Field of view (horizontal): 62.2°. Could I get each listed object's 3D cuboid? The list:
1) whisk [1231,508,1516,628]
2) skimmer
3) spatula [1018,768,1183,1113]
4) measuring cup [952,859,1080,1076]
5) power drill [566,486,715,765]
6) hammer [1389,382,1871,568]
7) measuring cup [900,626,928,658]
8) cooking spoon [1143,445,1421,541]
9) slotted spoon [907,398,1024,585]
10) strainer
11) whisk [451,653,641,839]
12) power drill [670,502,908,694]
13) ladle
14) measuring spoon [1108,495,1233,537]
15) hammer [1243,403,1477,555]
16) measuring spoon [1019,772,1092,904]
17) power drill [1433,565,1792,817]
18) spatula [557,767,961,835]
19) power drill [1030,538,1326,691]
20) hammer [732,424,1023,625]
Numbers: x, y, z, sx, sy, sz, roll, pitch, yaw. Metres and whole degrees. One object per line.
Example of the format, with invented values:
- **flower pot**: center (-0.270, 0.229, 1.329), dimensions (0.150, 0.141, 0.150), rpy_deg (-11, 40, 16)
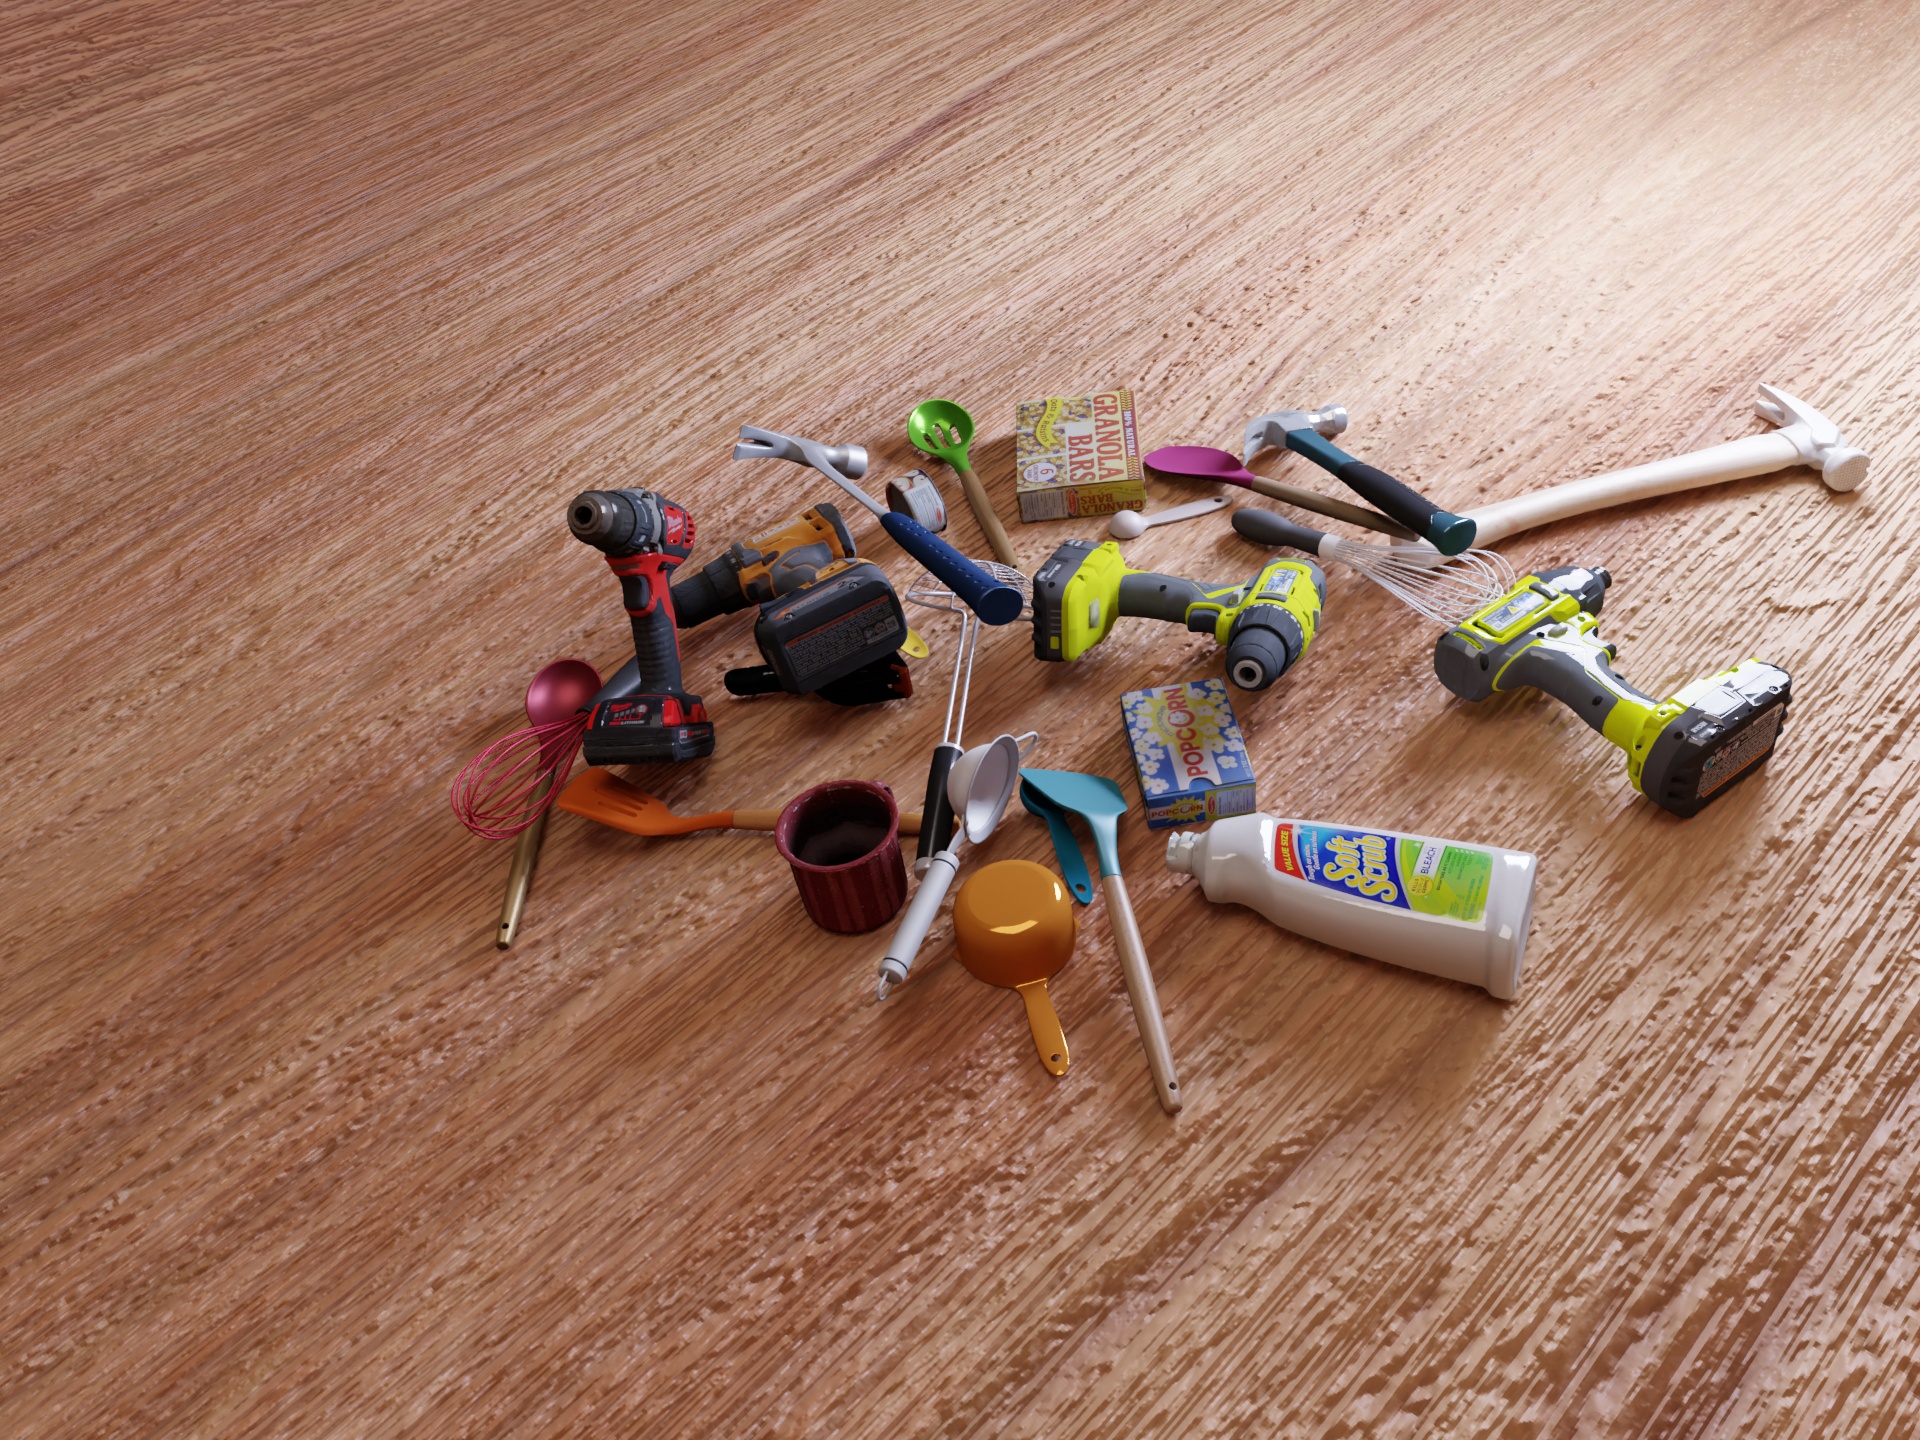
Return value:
- **whisk**: center (0.353, -0.144, 1.390), dimensions (0.070, 0.070, 0.285), rpy_deg (-38, 43, -27)
- **skimmer**: center (-0.002, -0.004, 1.315), dimensions (0.127, 0.090, 0.364), rpy_deg (8, 51, 1)
- **spatula**: center (0.112, 0.142, 1.140), dimensions (0.082, 0.044, 0.318), rpy_deg (7, 45, -19)
- **measuring cup**: center (0.046, 0.167, 1.111), dimensions (0.095, 0.052, 0.174), rpy_deg (-14, 40, -4)
- **power drill**: center (-0.265, -0.078, 1.293), dimensions (0.080, 0.227, 0.188), rpy_deg (-3, 1, 9)
- **hammer**: center (0.582, -0.212, 1.429), dimensions (0.410, 0.038, 0.146), rpy_deg (-14, 40, -3)
- **measuring cup**: center (-0.075, -0.087, 1.443), dimensions (0.062, 0.029, 0.157), rpy_deg (-31, 48, -21)
- **cooking spoon**: center (0.295, -0.214, 1.485), dimensions (0.069, 0.017, 0.319), rpy_deg (-28, 36, -30)
- **slotted spoon**: center (0.011, -0.228, 1.580), dimensions (0.070, 0.031, 0.314), rpy_deg (-17, 44, -6)
- **strainer**: center (-0.010, 0.096, 1.154), dimensions (0.050, 0.086, 0.259), rpy_deg (12, 50, 19)
- **whisk**: center (-0.327, 0.008, 1.342), dimensions (0.073, 0.073, 0.296), rpy_deg (8, 31, 20)
- **power drill**: center (-0.160, -0.105, 1.396), dimensions (0.185, 0.084, 0.226), rpy_deg (-27, 32, -9)
- **ladle**: center (-0.352, 0.064, 1.334), dimensions (0.069, 0.031, 0.316), rpy_deg (1, 44, -1)
- **measuring spoon**: center (0.200, -0.201, 1.512), dimensions (0.124, 0.018, 0.034), rpy_deg (-16, 41, -6)
- **hammer**: center (0.360, -0.221, 1.432), dimensions (0.128, 0.033, 0.331), rpy_deg (-11, 29, -13)
- **measuring spoon**: center (0.074, 0.094, 1.218), dimensions (0.042, 0.021, 0.129), rpy_deg (2, 46, -23)
- **power drill**: center (0.503, -0.037, 1.215), dimensions (0.171, 0.080, 0.223), rpy_deg (-30, 46, -20)
- **spatula**: center (-0.158, 0.072, 1.272), dimensions (0.322, 0.041, 0.081), rpy_deg (1, 21, 10)
- **power drill**: center (0.179, -0.085, 1.321), dimensions (0.228, 0.080, 0.191), rpy_deg (8, 28, 20)
- **hammer**: center (-0.070, -0.179, 1.399), dimensions (0.144, 0.035, 0.406), rpy_deg (6, 23, -34)
